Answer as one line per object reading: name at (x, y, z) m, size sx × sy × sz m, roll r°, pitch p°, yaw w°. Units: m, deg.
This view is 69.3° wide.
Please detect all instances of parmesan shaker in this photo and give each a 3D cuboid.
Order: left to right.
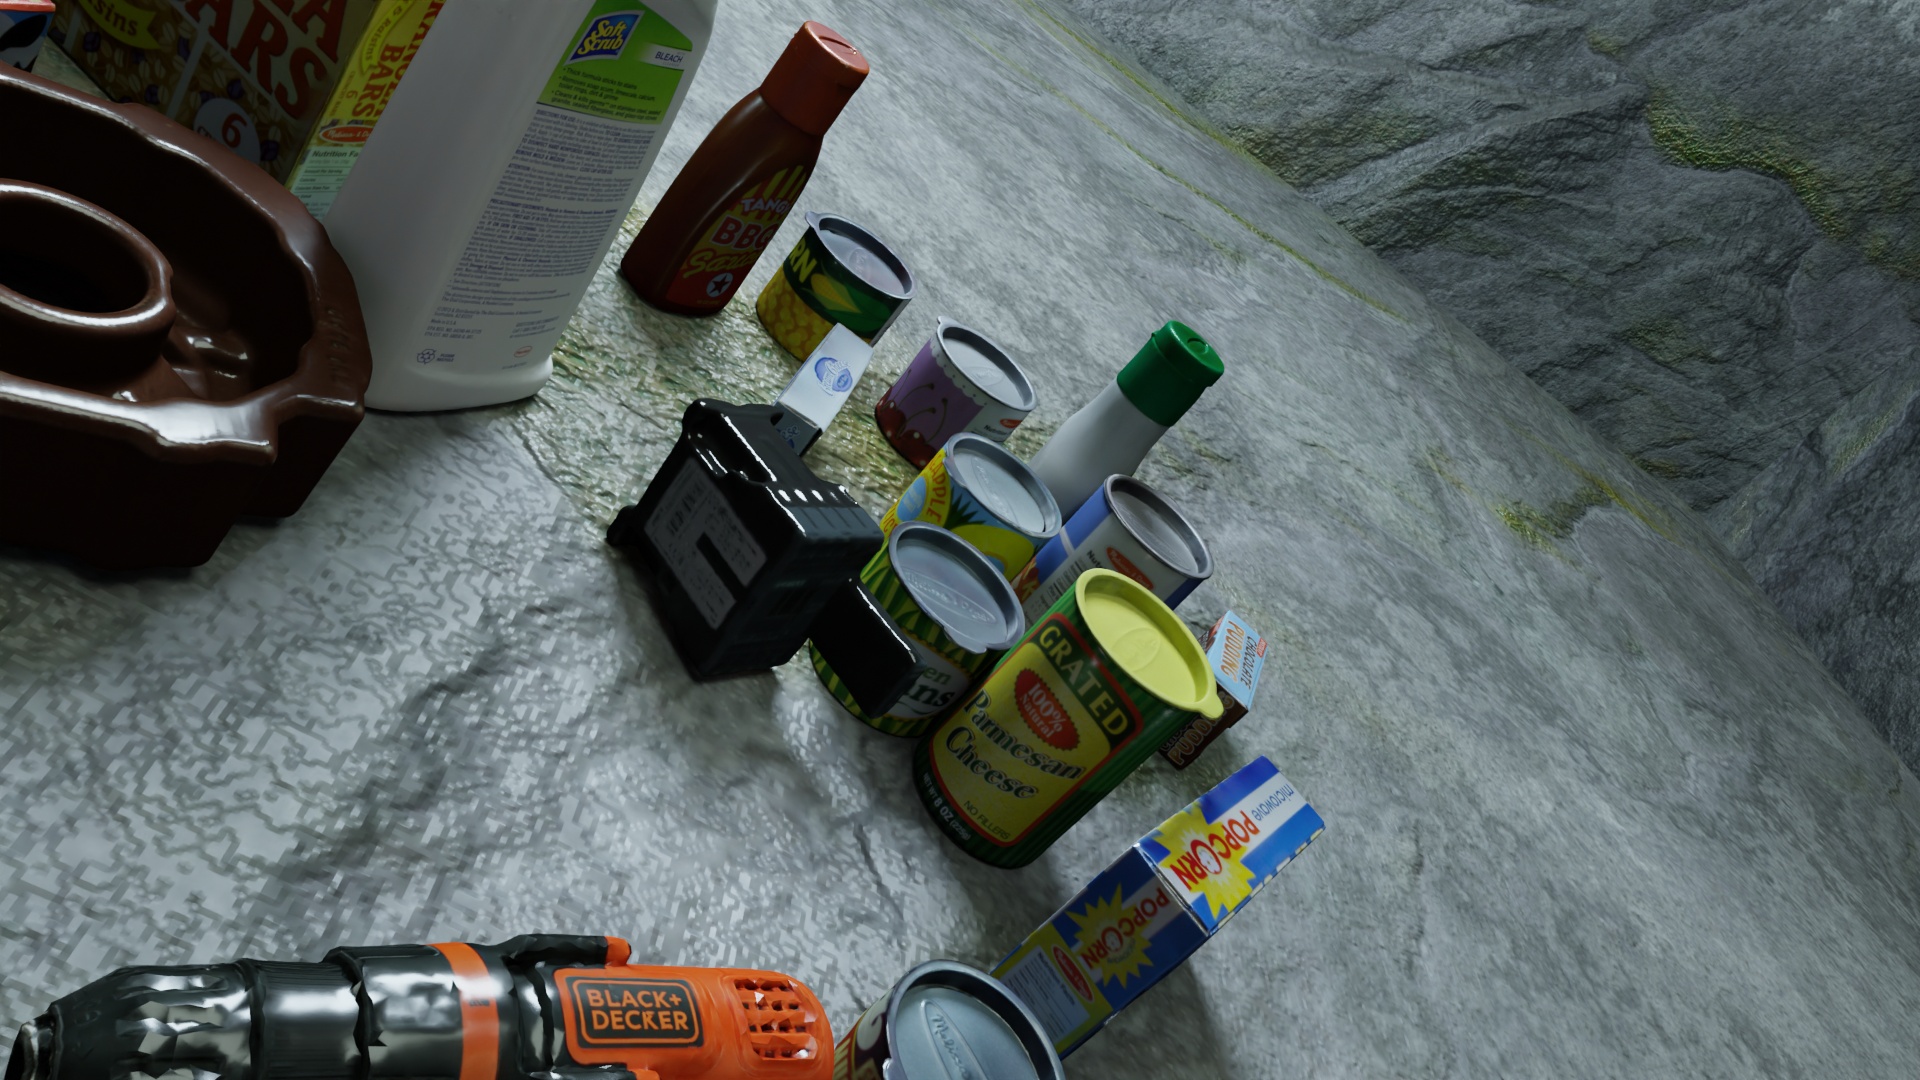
parmesan shaker at (0.039, 0.071, 0.525) m, size 0.071 × 0.102 × 0.072 m, roll 32°, pitch 28°, yaw -19°

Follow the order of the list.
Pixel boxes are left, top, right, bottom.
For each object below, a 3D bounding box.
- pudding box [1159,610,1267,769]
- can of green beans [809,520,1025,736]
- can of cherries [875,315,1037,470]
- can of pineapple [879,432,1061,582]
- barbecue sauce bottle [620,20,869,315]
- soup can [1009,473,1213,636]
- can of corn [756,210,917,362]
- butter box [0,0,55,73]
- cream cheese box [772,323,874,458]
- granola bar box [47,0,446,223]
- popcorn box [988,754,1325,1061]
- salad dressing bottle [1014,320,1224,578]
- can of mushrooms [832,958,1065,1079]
pudding box at (0.124, 0.073, 0.694) m, size 0.030 × 0.049 × 0.084 m, roll 43°, pitch 26°, yaw 2°
can of green beans at (-0.018, 0.036, 0.552) m, size 0.071 × 0.057 × 0.071 m, roll 32°, pitch 28°, yaw -19°
can of cherries at (-0.004, -0.074, 0.736) m, size 0.071 × 0.058 × 0.072 m, roll 32°, pitch 28°, yaw -19°
can of pineapple at (0.002, -0.008, 0.645) m, size 0.071 × 0.057 × 0.071 m, roll 32°, pitch 28°, yaw -19°
barbecue sauce bottle at (-0.100, -0.174, 0.657) m, size 0.044 × 0.148 × 0.065 m, roll 49°, pitch 27°, yaw 15°
soup can at (0.069, 0.019, 0.664) m, size 0.071 × 0.083 × 0.072 m, roll 32°, pitch 28°, yaw -19°
can of corn at (-0.068, -0.131, 0.736) m, size 0.071 × 0.058 × 0.071 m, roll 32°, pitch 28°, yaw -19°
butter box at (-0.331, -0.147, 0.414) m, size 0.024 × 0.053 × 0.104 m, roll 44°, pitch 26°, yaw 4°
cream cheese box at (-0.072, -0.056, 0.623) m, size 0.024 × 0.053 × 0.104 m, roll 37°, pitch 27°, yaw -9°
granola bar box at (-0.273, -0.210, 0.505) m, size 0.165 × 0.123 × 0.039 m, roll 44°, pitch 26°, yaw 5°
popcorn box at (0.073, 0.130, 0.501) m, size 0.038 × 0.085 × 0.127 m, roll 50°, pitch 28°, yaw 17°
salad dressing bottle at (0.067, -0.043, 0.683) m, size 0.044 × 0.147 × 0.064 m, roll 45°, pitch 26°, yaw 7°
can of mushrooms at (-0.005, 0.161, 0.407) m, size 0.071 × 0.033 × 0.071 m, roll 32°, pitch 28°, yaw -19°
